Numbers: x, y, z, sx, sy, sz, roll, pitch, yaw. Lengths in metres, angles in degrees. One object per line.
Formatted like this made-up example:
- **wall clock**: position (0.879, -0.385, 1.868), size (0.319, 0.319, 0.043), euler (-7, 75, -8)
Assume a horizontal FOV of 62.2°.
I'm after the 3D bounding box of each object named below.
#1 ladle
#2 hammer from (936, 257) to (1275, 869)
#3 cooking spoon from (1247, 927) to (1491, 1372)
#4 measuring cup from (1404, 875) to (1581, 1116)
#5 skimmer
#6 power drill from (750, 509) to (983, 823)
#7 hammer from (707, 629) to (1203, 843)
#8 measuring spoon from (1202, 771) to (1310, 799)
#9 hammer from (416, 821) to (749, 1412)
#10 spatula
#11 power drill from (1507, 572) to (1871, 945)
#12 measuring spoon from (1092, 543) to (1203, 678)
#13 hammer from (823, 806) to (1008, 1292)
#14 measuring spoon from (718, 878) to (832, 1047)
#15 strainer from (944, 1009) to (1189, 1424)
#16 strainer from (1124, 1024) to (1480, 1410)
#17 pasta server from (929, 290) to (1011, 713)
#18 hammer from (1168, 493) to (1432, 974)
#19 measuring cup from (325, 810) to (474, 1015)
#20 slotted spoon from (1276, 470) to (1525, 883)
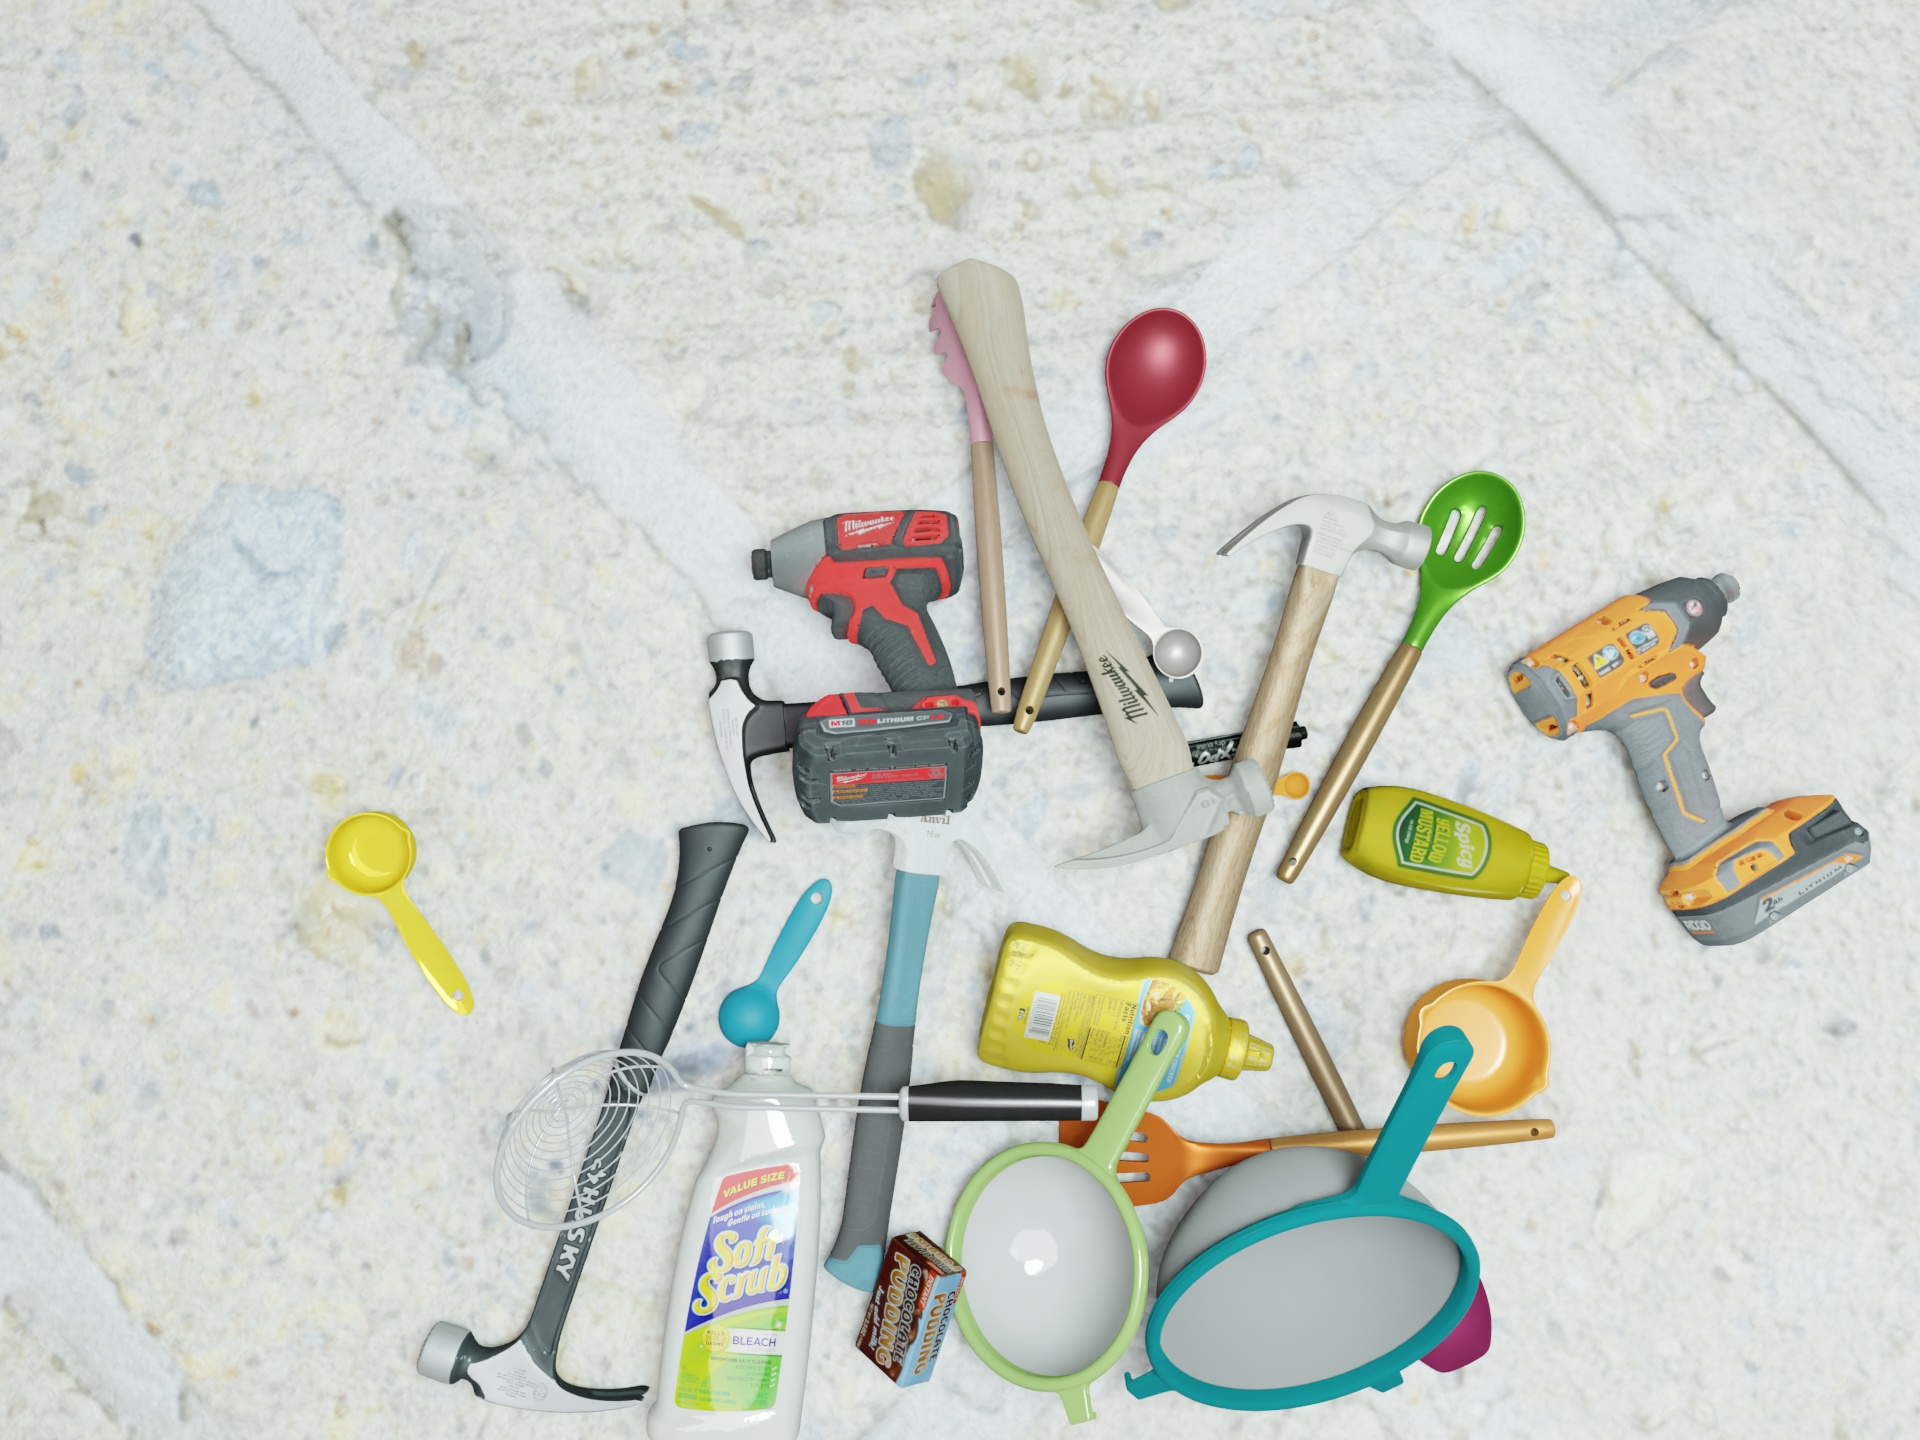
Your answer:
- **ladle**: position (0.094, -0.137, 1.084), size (0.069, 0.031, 0.315), euler (22, 79, -4)
- **hammer**: position (0.062, -0.107, 1.041), size (0.146, 0.038, 0.411), euler (-21, 83, 1)
- **cooking spoon**: position (0.268, 0.286, 1.068), size (0.069, 0.017, 0.319), euler (-26, 86, -1)
- **measuring cup**: position (0.362, 0.179, 1.062), size (0.095, 0.052, 0.173), euler (31, 84, 3)
- **skimmer**: position (-0.096, 0.256, 0.977), size (0.363, 0.090, 0.127), euler (0, 119, 1)
- **power drill**: position (-0.061, -0.046, 1.026), size (0.143, 0.078, 0.220), euler (-3, 52, -6)
- **hammer**: position (-0.002, -0.003, 1.086), size (0.335, 0.035, 0.146), euler (-6, 84, -1)
- **measuring spoon**: position (0.182, 0.047, 1.095), size (0.117, 0.011, 0.021), euler (-3, 88, 3)
- **hammer**: position (-0.223, 0.260, 1.064), size (0.149, 0.036, 0.409), euler (19, 85, 1)
- **spatula**: position (0.227, 0.280, 1.053), size (0.322, 0.041, 0.081), euler (-4, 88, 1)
- **power drill**: position (0.496, 0.017, 1.062), size (0.164, 0.084, 0.226), euler (-32, 82, -3)
- **measuring spoon**: position (0.114, -0.077, 1.066), size (0.034, 0.018, 0.124), euler (-43, 89, -4)
- **hammer**: position (-0.046, 0.213, 1.049), size (0.128, 0.033, 0.331), euler (8, 92, -31)
- **measuring spoon**: position (-0.123, 0.164, 1.077), size (0.042, 0.021, 0.128), euler (29, 88, 2)
- **strainer**: position (0.092, 0.304, 1.028), size (0.152, 0.069, 0.256), euler (29, 93, 38)
- **strainer**: position (0.223, 0.286, 0.972), size (0.211, 0.095, 0.340), euler (5, 124, -14)
- **pasta server**: position (0.017, -0.160, 1.087), size (0.060, 0.040, 0.316), euler (-4, 82, -1)
- **hammer**: position (0.202, 0.009, 1.064), size (0.130, 0.031, 0.331), euler (17, 93, -5)
- **measuring cup**: position (-0.374, 0.132, 1.085), size (0.062, 0.029, 0.156), euler (-29, 97, -2)
- **slotted spoon**: position (0.294, -0.028, 1.087), size (0.070, 0.031, 0.314), euler (28, 85, 20)
